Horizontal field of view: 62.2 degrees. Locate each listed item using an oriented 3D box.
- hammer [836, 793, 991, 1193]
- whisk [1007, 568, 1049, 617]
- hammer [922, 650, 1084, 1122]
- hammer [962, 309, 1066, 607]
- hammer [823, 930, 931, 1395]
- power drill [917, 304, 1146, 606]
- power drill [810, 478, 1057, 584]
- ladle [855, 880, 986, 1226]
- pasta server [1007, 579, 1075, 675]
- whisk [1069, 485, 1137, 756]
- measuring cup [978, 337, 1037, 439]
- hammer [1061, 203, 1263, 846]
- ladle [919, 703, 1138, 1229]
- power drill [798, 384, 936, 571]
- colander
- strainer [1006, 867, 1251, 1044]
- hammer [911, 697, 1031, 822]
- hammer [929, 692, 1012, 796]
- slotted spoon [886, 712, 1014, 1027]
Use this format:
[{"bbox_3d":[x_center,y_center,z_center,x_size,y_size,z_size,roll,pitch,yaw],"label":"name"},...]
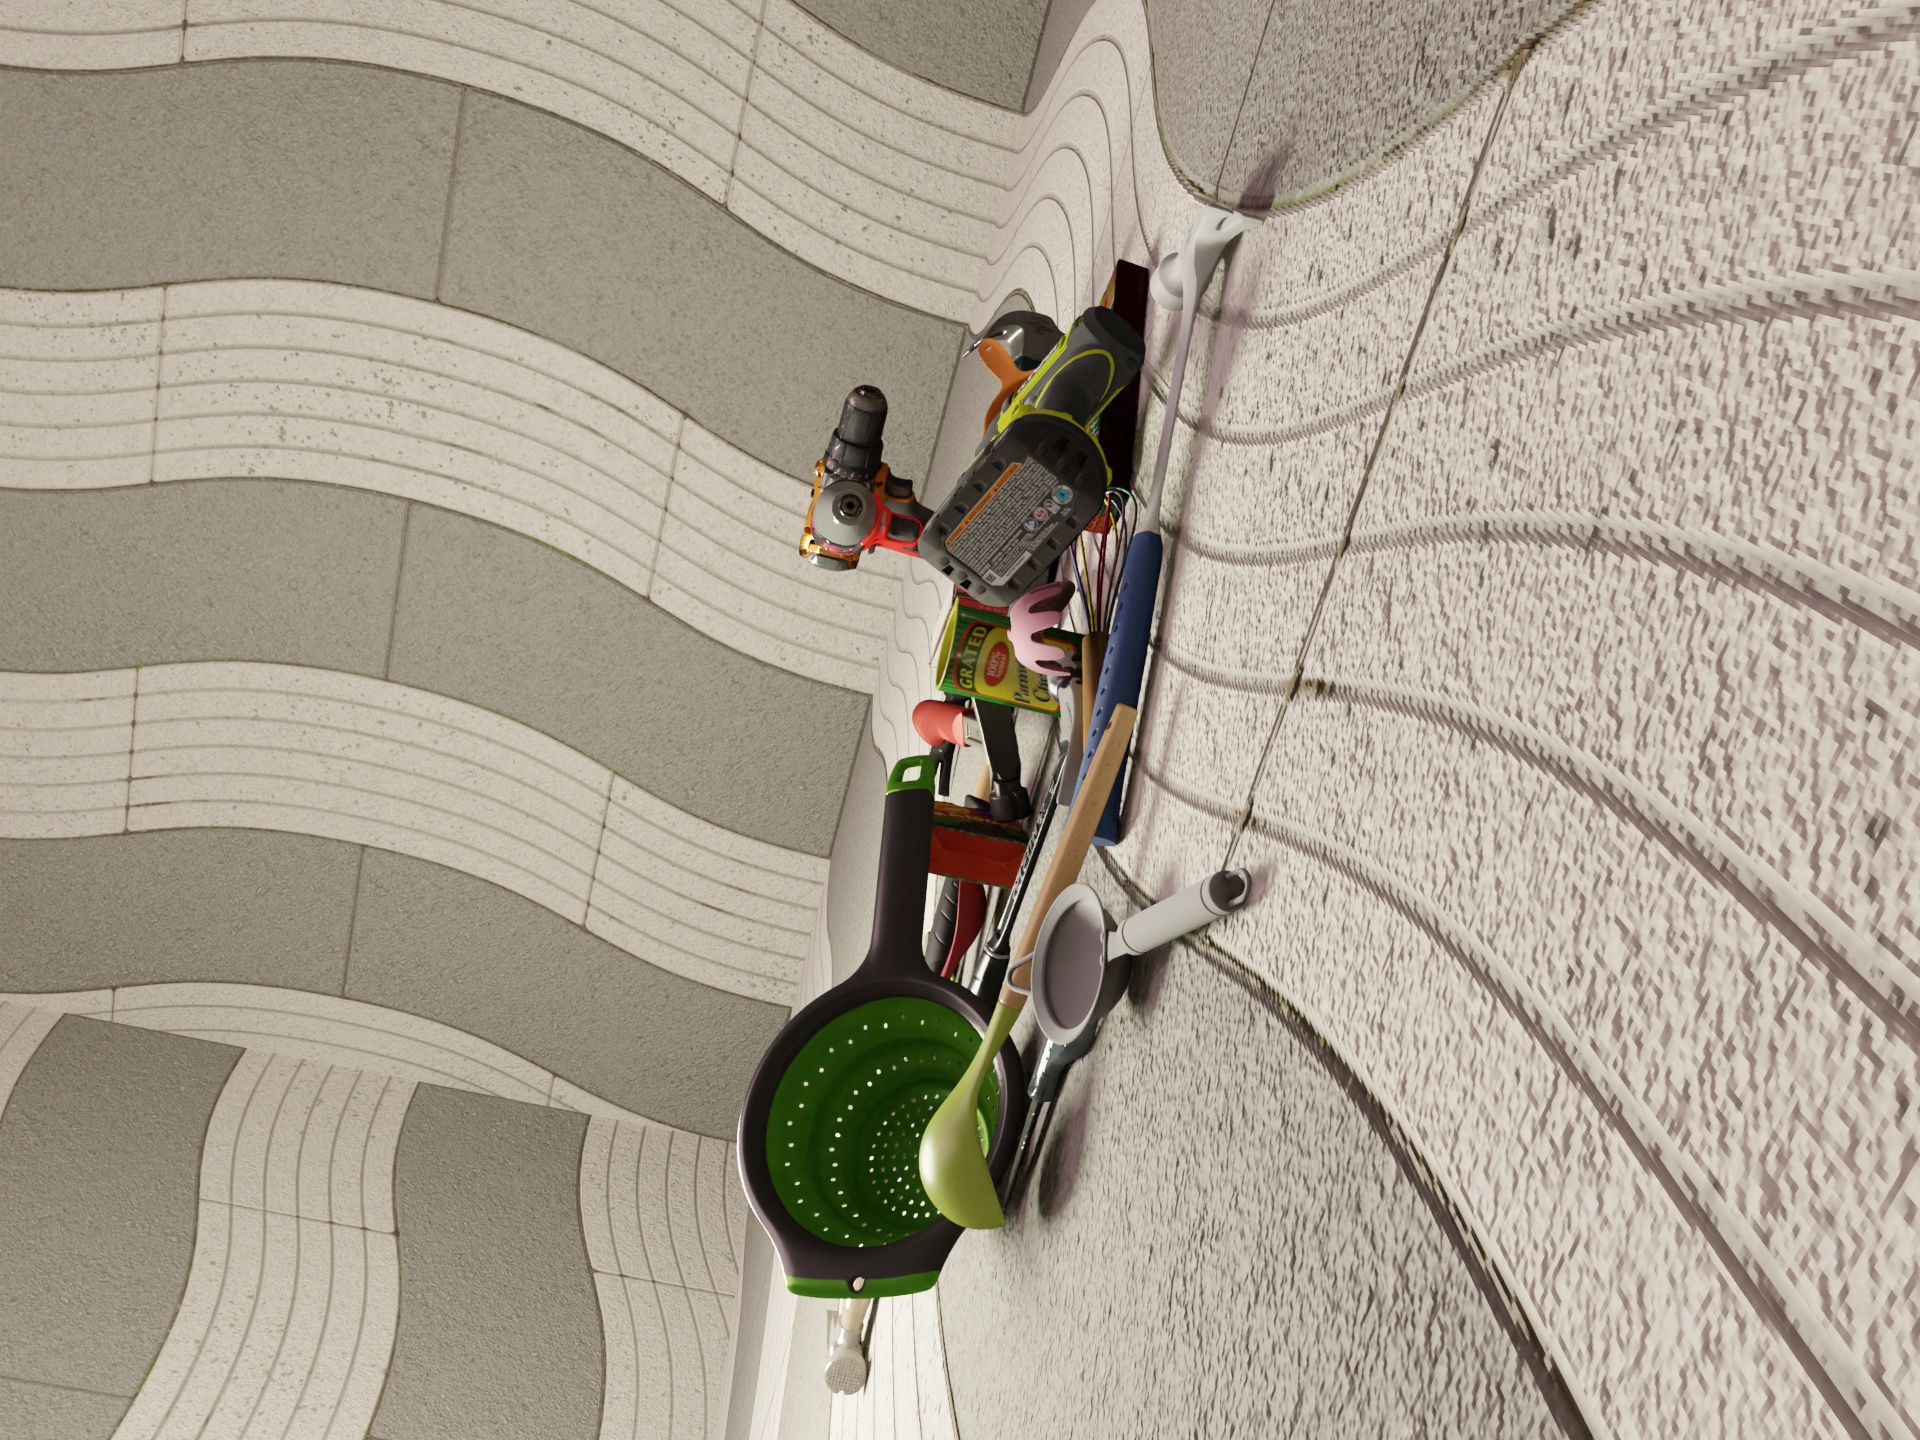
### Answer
[{"bbox_3d":[-0.027,0.224,1.356,0.146,0.035,0.335,-3,68,57],"label":"hammer"},{"bbox_3d":[0.067,-0.139,1.290,0.055,0.055,0.239,114,171,-58],"label":"whisk"},{"bbox_3d":[0.033,0.157,1.150,0.149,0.036,0.408,-91,15,-58],"label":"hammer"},{"bbox_3d":[0.061,-0.212,1.378,0.033,0.128,0.331,-31,51,52],"label":"hammer"},{"bbox_3d":[-0.065,0.397,1.478,0.146,0.038,0.410,-163,87,-84],"label":"hammer"},{"bbox_3d":[0.047,-0.178,1.097,0.171,0.080,0.223,-46,13,32],"label":"power drill"},{"bbox_3d":[-0.026,-0.165,1.431,0.143,0.219,0.078,170,113,-83],"label":"power drill"},{"bbox_3d":[-0.029,0.249,1.230,0.069,0.031,0.316,85,-159,-56],"label":"ladle"},{"bbox_3d":[0.069,-0.079,1.130,0.316,0.040,0.060,-48,-48,-76],"label":"pasta server"},{"bbox_3d":[0.096,-0.069,1.071,0.047,0.051,0.245,77,-167,-53],"label":"whisk"},{"bbox_3d":[0.056,-0.264,1.321,0.095,0.052,0.174,-35,41,7],"label":"measuring cup"},{"bbox_3d":[0.118,-0.125,0.981,0.144,0.035,0.406,136,146,-78],"label":"hammer"},{"bbox_3d":[0.050,0.145,0.924,0.078,0.062,0.320,-132,63,-78],"label":"ladle"},{"bbox_3d":[-0.031,-0.216,1.541,0.084,0.226,0.185,-88,14,-58],"label":"power drill"},{"bbox_3d":[-0.035,0.212,1.122,0.094,0.204,0.397,55,-147,-50],"label":"colander"},{"bbox_3d":[0.087,0.110,0.793,0.258,0.050,0.087,133,144,-65],"label":"strainer"},{"bbox_3d":[-0.002,-0.004,1.402,0.359,0.036,0.149,-160,58,-79],"label":"hammer"},{"bbox_3d":[0.006,0.011,1.617,0.337,0.034,0.127,157,127,-81],"label":"hammer"},{"bbox_3d":[0.000,0.142,1.423,0.031,0.070,0.314,25,-100,-53],"label":"slotted spoon"}]
